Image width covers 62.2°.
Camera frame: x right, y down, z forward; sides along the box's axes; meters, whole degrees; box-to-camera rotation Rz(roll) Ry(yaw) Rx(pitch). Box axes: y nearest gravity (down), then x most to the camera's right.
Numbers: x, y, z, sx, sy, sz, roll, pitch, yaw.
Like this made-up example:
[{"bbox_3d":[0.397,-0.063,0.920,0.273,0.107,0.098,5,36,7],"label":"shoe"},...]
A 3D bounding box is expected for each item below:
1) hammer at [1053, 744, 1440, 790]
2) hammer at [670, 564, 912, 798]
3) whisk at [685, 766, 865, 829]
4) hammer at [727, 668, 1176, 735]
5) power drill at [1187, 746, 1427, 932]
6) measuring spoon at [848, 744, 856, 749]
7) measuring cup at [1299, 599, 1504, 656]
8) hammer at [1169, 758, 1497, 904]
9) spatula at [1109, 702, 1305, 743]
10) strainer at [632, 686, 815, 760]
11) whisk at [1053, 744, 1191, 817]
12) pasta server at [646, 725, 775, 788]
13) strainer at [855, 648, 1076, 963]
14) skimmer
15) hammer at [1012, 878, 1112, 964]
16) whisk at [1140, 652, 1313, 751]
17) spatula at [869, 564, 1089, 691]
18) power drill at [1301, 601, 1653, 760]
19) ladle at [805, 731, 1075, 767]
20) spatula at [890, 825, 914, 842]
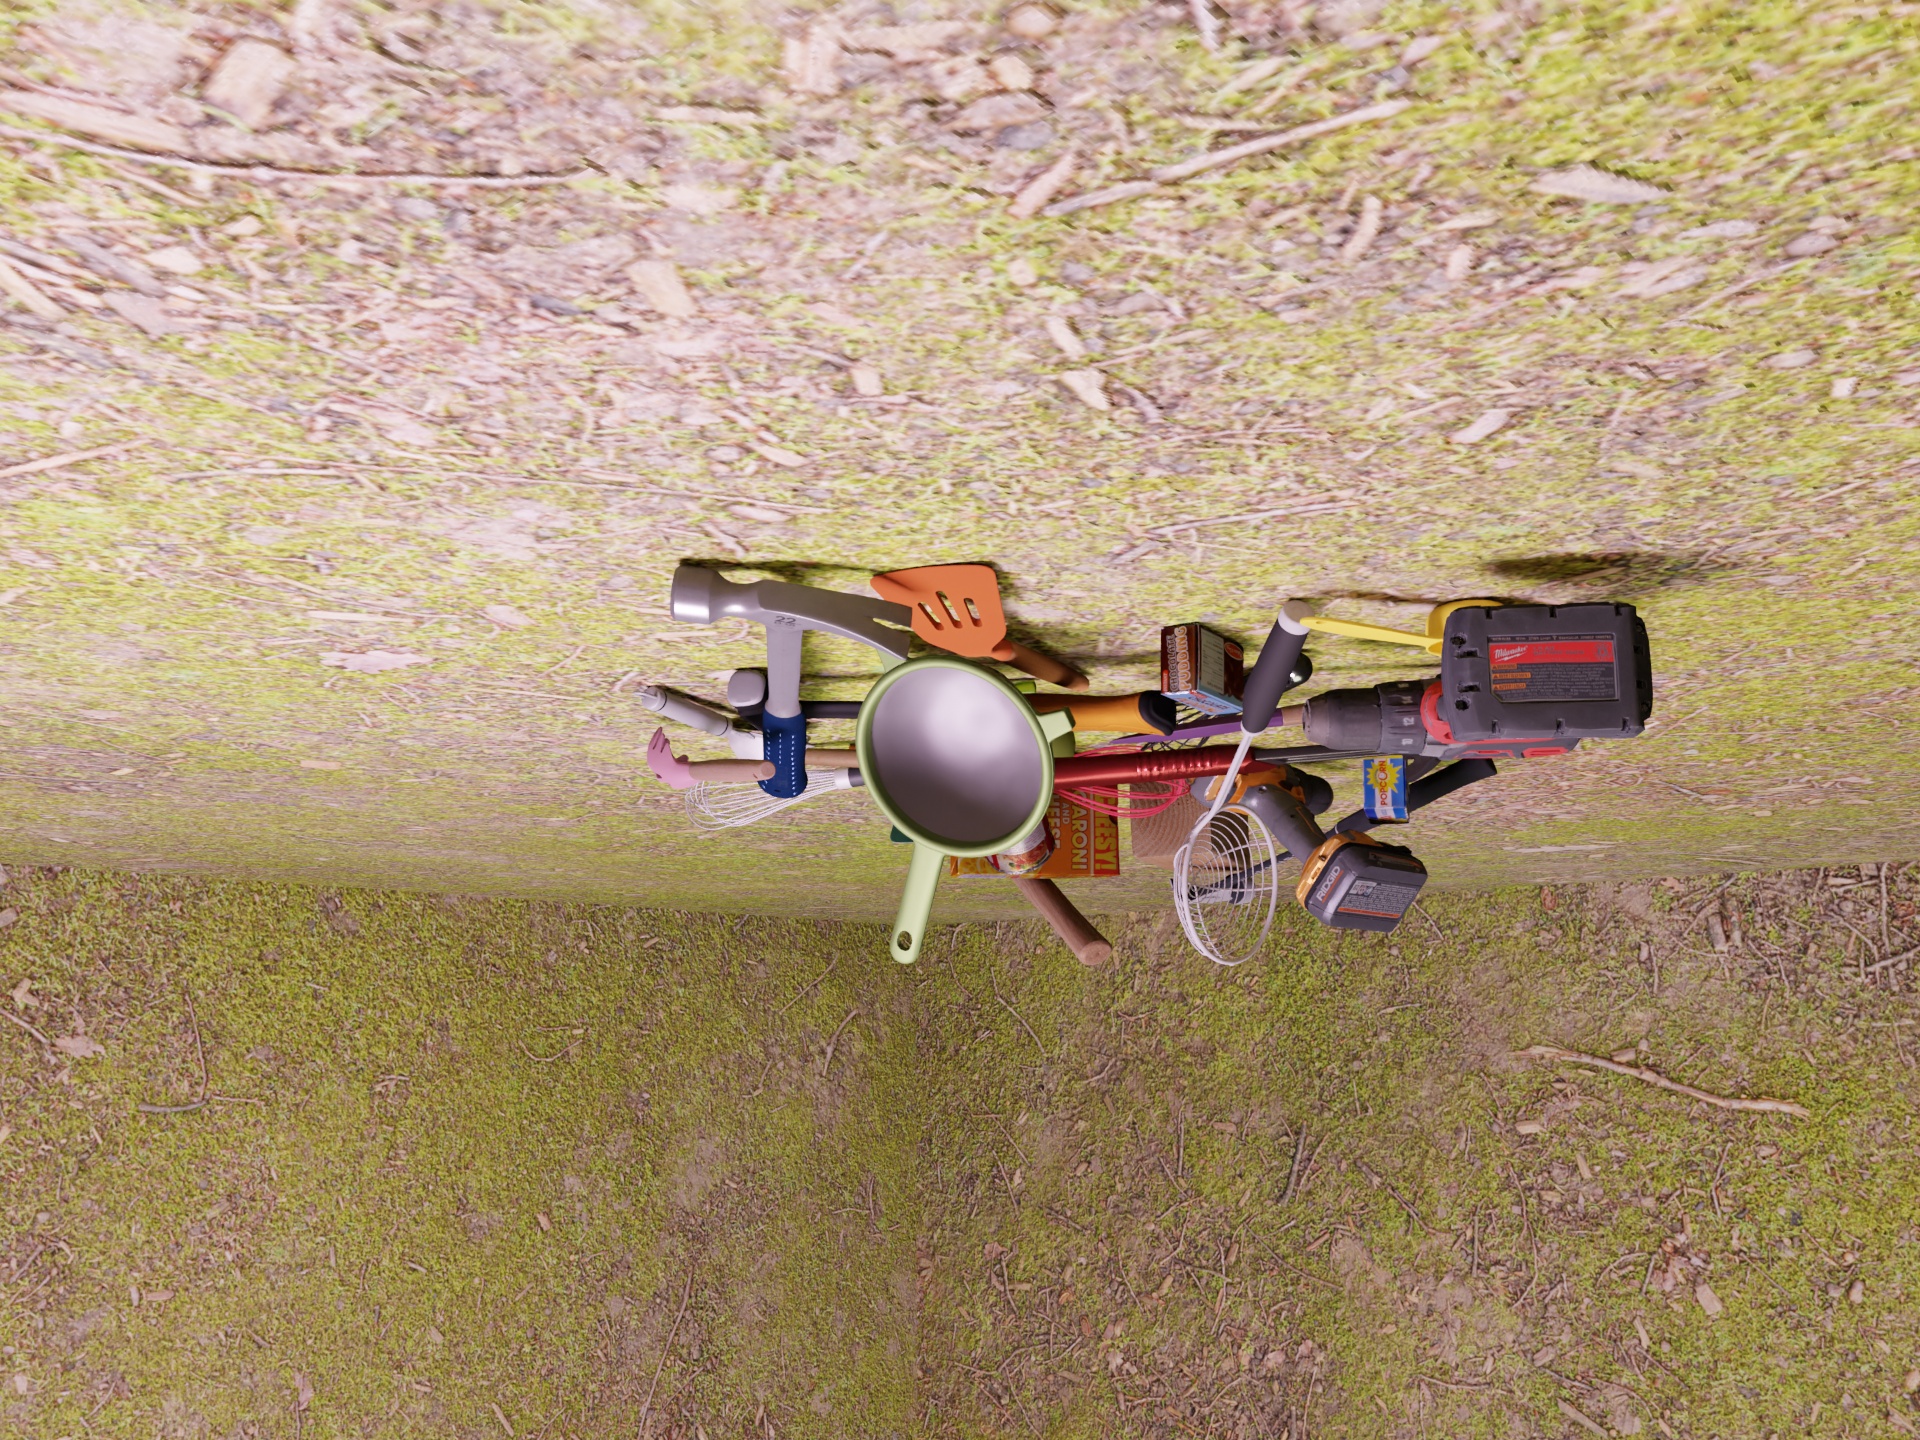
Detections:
[{"bbox_3d":[0.207,0.035,1.286,0.359,0.037,0.149,-5,166,2],"label":"hammer"},{"bbox_3d":[-0.119,-0.011,1.123,0.144,0.035,0.405,8,162,-4],"label":"hammer"},{"bbox_3d":[-0.147,0.061,1.602,0.284,0.070,0.070,-9,167,14],"label":"whisk"},{"bbox_3d":[-0.002,-0.004,1.214,0.337,0.034,0.127,1,162,18],"label":"hammer"},{"bbox_3d":[0.347,0.109,1.547,0.185,0.084,0.226,11,-155,-39],"label":"power drill"},{"bbox_3d":[-0.051,0.027,1.528,0.117,0.011,0.021,-3,169,13],"label":"measuring spoon"},{"bbox_3d":[0.290,-0.066,1.034,0.156,0.029,0.062,6,167,-19],"label":"measuring cup"},{"bbox_3d":[0.396,0.120,1.700,0.149,0.036,0.409,0,156,-42],"label":"hammer"},{"bbox_3d":[0.269,-0.006,1.211,0.316,0.018,0.060,-8,176,2],"label":"spatula"},{"bbox_3d":[-0.203,0.008,1.365,0.087,0.050,0.258,10,171,27],"label":"strainer"},{"bbox_3d":[0.078,0.052,1.544,0.296,0.073,0.073,4,168,-4],"label":"whisk"},{"bbox_3d":[-0.199,0.034,1.273,0.060,0.040,0.316,43,162,-17],"label":"pasta server"},{"bbox_3d":[-0.006,0.062,1.156,0.151,0.256,0.069,23,-151,15],"label":"strainer"},{"bbox_3d":[0.226,0.051,1.162,0.090,0.127,0.363,30,145,15],"label":"skimmer"},{"bbox_3d":[0.063,0.150,1.645,0.130,0.031,0.332,-6,-151,-25],"label":"hammer"},{"bbox_3d":[0.209,-0.013,1.273,0.059,0.058,0.246,-33,180,-25],"label":"whisk"},{"bbox_3d":[0.037,-0.054,1.098,0.081,0.041,0.322,-4,172,21],"label":"spatula"},{"bbox_3d":[0.329,-0.014,1.034,0.188,0.080,0.226,-1,172,4],"label":"power drill"},{"bbox_3d":[-0.042,0.025,1.474,0.320,0.062,0.078,2,-172,28],"label":"ladle"},{"bbox_3d":[-0.035,0.083,1.575,0.082,0.044,0.317,-4,-179,-4],"label":"spatula"}]
